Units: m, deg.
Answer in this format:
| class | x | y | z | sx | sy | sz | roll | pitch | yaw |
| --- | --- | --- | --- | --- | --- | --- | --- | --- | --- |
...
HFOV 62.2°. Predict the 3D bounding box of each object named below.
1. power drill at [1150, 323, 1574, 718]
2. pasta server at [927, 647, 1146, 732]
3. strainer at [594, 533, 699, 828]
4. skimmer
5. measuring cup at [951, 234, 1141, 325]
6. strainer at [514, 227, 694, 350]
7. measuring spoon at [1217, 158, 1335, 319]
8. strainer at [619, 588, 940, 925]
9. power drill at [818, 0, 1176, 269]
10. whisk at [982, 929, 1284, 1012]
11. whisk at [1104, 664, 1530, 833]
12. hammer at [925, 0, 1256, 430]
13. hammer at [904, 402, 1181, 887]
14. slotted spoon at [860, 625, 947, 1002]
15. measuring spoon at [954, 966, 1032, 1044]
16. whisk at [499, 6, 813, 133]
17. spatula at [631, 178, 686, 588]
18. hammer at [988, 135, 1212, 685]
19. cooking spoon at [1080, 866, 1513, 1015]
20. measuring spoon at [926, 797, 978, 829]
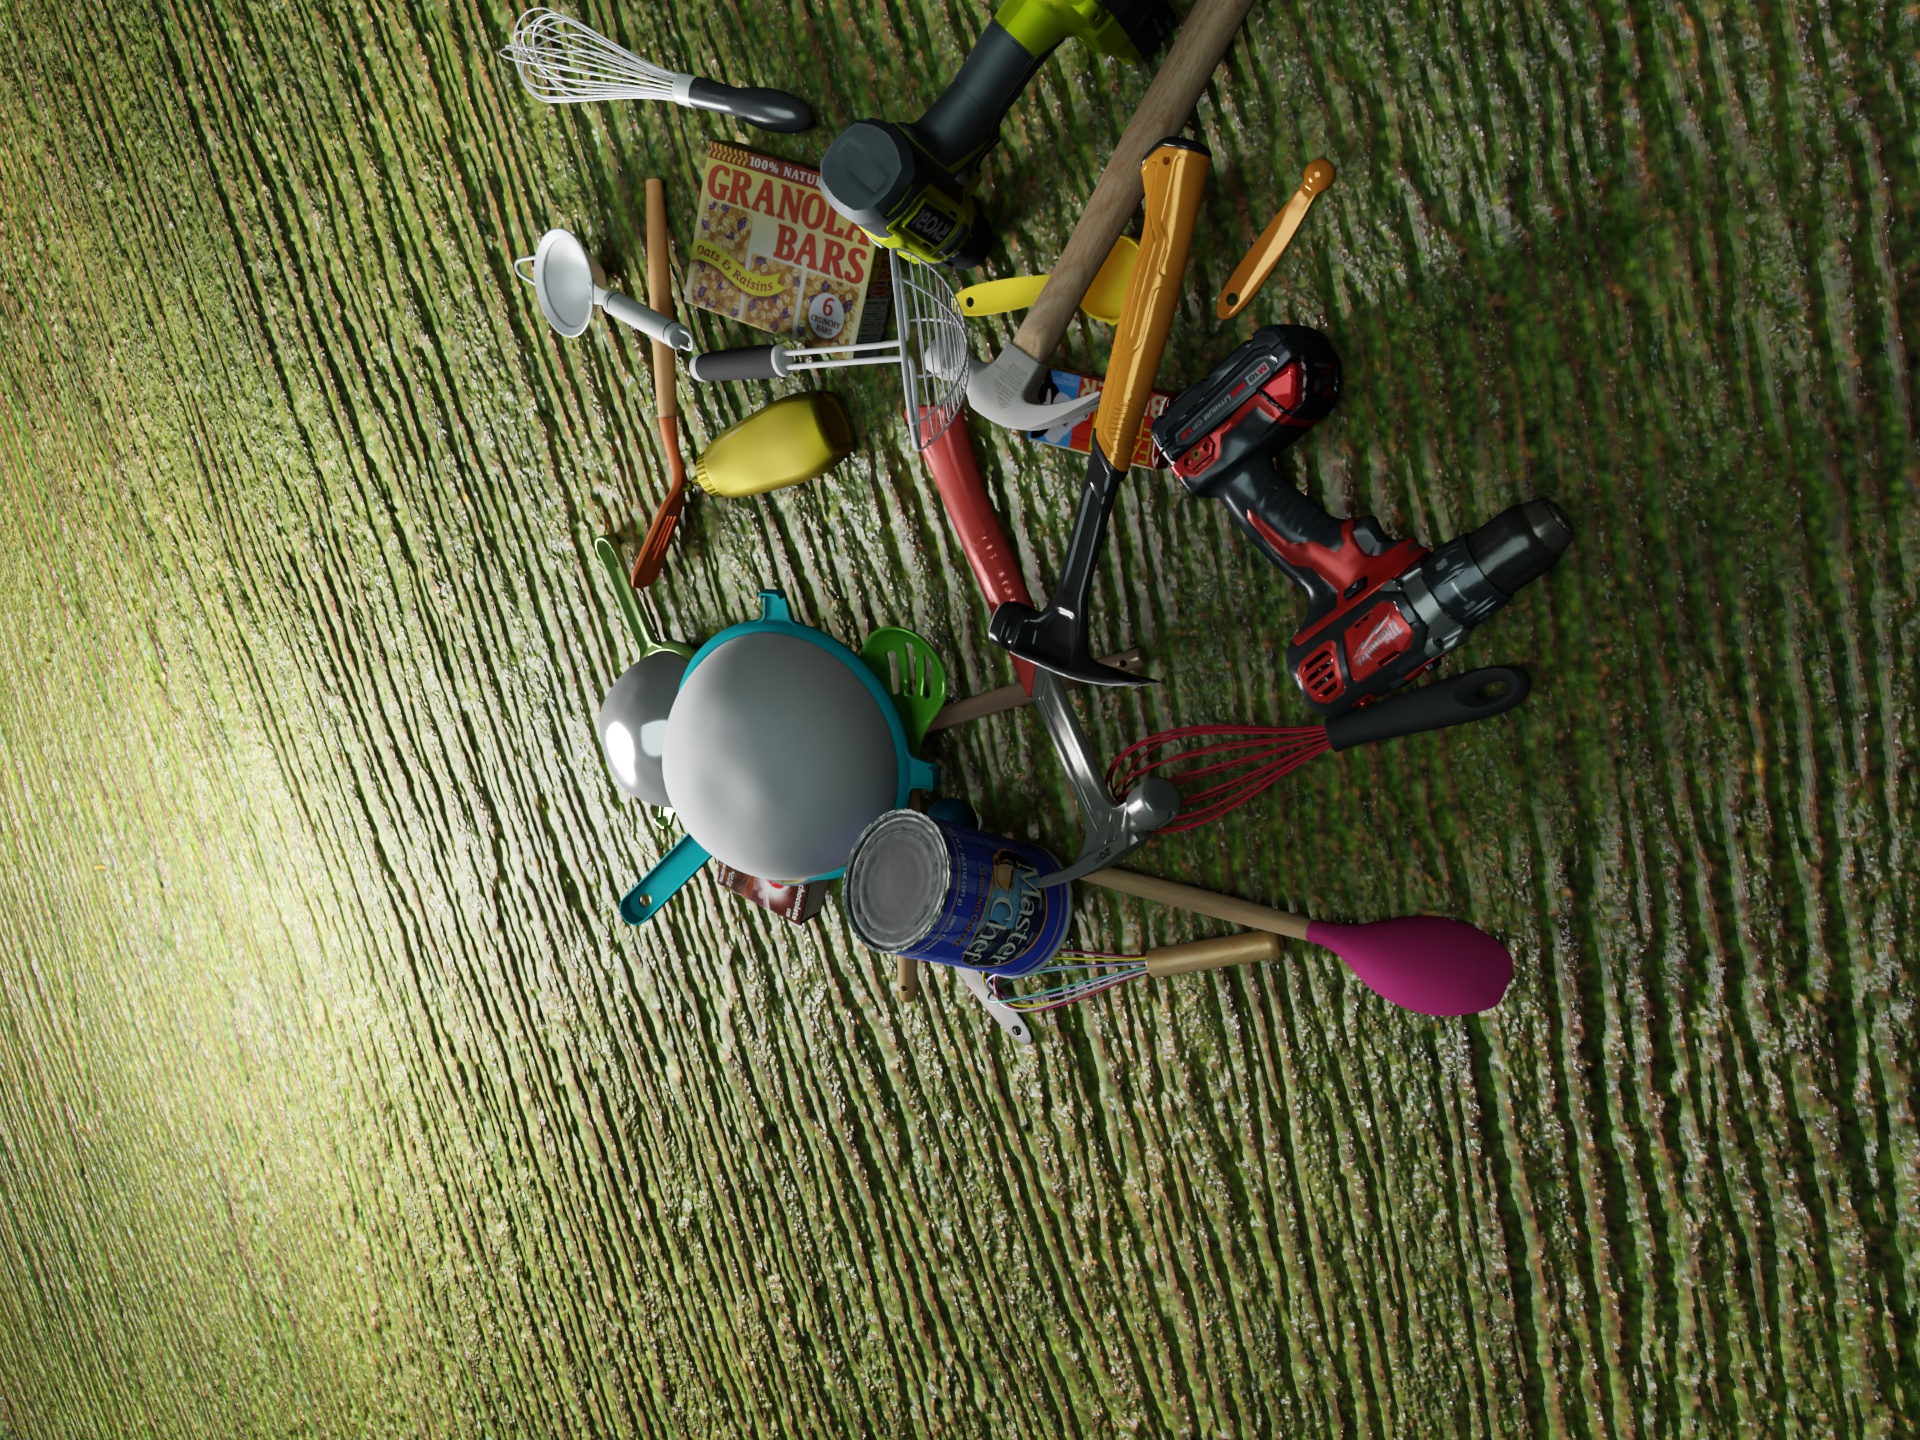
| class | x | y | z | sx | sy | sz | roll | pitch | yaw |
| --- | --- | --- | --- | --- | --- | --- | --- | --- | --- |
| power drill | 0.243 | -0.136 | 0.978 | 0.188 | 0.080 | 0.227 | -38 | 76 | 32 |
| pasta server | -0.002 | -0.004 | 1.200 | 0.316 | 0.040 | 0.060 | -17 | 102 | 32 |
| strainer | -0.275 | -0.037 | 1.329 | 0.151 | 0.069 | 0.256 | -31 | 78 | 46 |
| skimmer | -0.115 | -0.252 | 1.113 | 0.363 | 0.090 | 0.127 | 11 | 113 | 50 |
| measuring cup | 0.065 | -0.297 | 1.094 | 0.156 | 0.029 | 0.062 | 1 | 102 | 34 |
| strainer | -0.274 | -0.330 | 1.254 | 0.259 | 0.050 | 0.086 | 35 | 128 | 42 |
| measuring spoon | 0.199 | -0.306 | 1.016 | 0.021 | 0.011 | 0.117 | 44 | 120 | 15 |
| strainer | -0.187 | 0.074 | 1.217 | 0.211 | 0.095 | 0.340 | 49 | 121 | 3 |
| power drill | 0.027 | -0.390 | 1.018 | 0.080 | 0.190 | 0.228 | 47 | 107 | 14 |
| whisk | 0.119 | 0.180 | 1.168 | 0.245 | 0.051 | 0.047 | -15 | 88 | 31 |
| whisk | 0.228 | 0.016 | 1.053 | 0.296 | 0.073 | 0.073 | -18 | 92 | 27 |
| hammer | 0.102 | -0.335 | 1.025 | 0.130 | 0.031 | 0.331 | 40 | 115 | 19 |
| hammer | 0.037 | -0.064 | 1.125 | 0.149 | 0.036 | 0.359 | -41 | 67 | 51 |
| slotted spoon | -0.042 | 0.075 | 1.215 | 0.070 | 0.031 | 0.313 | 9 | 111 | 21 |
| measuring spoon | 0.011 | 0.210 | 1.255 | 0.124 | 0.018 | 0.034 | 47 | 121 | 13 |
| whisk | -0.235 | -0.488 | 1.215 | 0.285 | 0.070 | 0.070 | 21 | 112 | 21 |
| spatula | -0.246 | -0.268 | 1.281 | 0.041 | 0.081 | 0.322 | -1 | 98 | 3 |
| hammer | 0.105 | -0.189 | 0.997 | 0.127 | 0.034 | 0.337 | 25 | 107 | 41 |
| cooking spoon | 0.217 | 0.138 | 1.097 | 0.319 | 0.017 | 0.069 | 12 | 65 | 34 |
| measuring spoon | -0.010 | 0.125 | 1.230 | 0.042 | 0.021 | 0.128 | 2 | 96 | 8 |
